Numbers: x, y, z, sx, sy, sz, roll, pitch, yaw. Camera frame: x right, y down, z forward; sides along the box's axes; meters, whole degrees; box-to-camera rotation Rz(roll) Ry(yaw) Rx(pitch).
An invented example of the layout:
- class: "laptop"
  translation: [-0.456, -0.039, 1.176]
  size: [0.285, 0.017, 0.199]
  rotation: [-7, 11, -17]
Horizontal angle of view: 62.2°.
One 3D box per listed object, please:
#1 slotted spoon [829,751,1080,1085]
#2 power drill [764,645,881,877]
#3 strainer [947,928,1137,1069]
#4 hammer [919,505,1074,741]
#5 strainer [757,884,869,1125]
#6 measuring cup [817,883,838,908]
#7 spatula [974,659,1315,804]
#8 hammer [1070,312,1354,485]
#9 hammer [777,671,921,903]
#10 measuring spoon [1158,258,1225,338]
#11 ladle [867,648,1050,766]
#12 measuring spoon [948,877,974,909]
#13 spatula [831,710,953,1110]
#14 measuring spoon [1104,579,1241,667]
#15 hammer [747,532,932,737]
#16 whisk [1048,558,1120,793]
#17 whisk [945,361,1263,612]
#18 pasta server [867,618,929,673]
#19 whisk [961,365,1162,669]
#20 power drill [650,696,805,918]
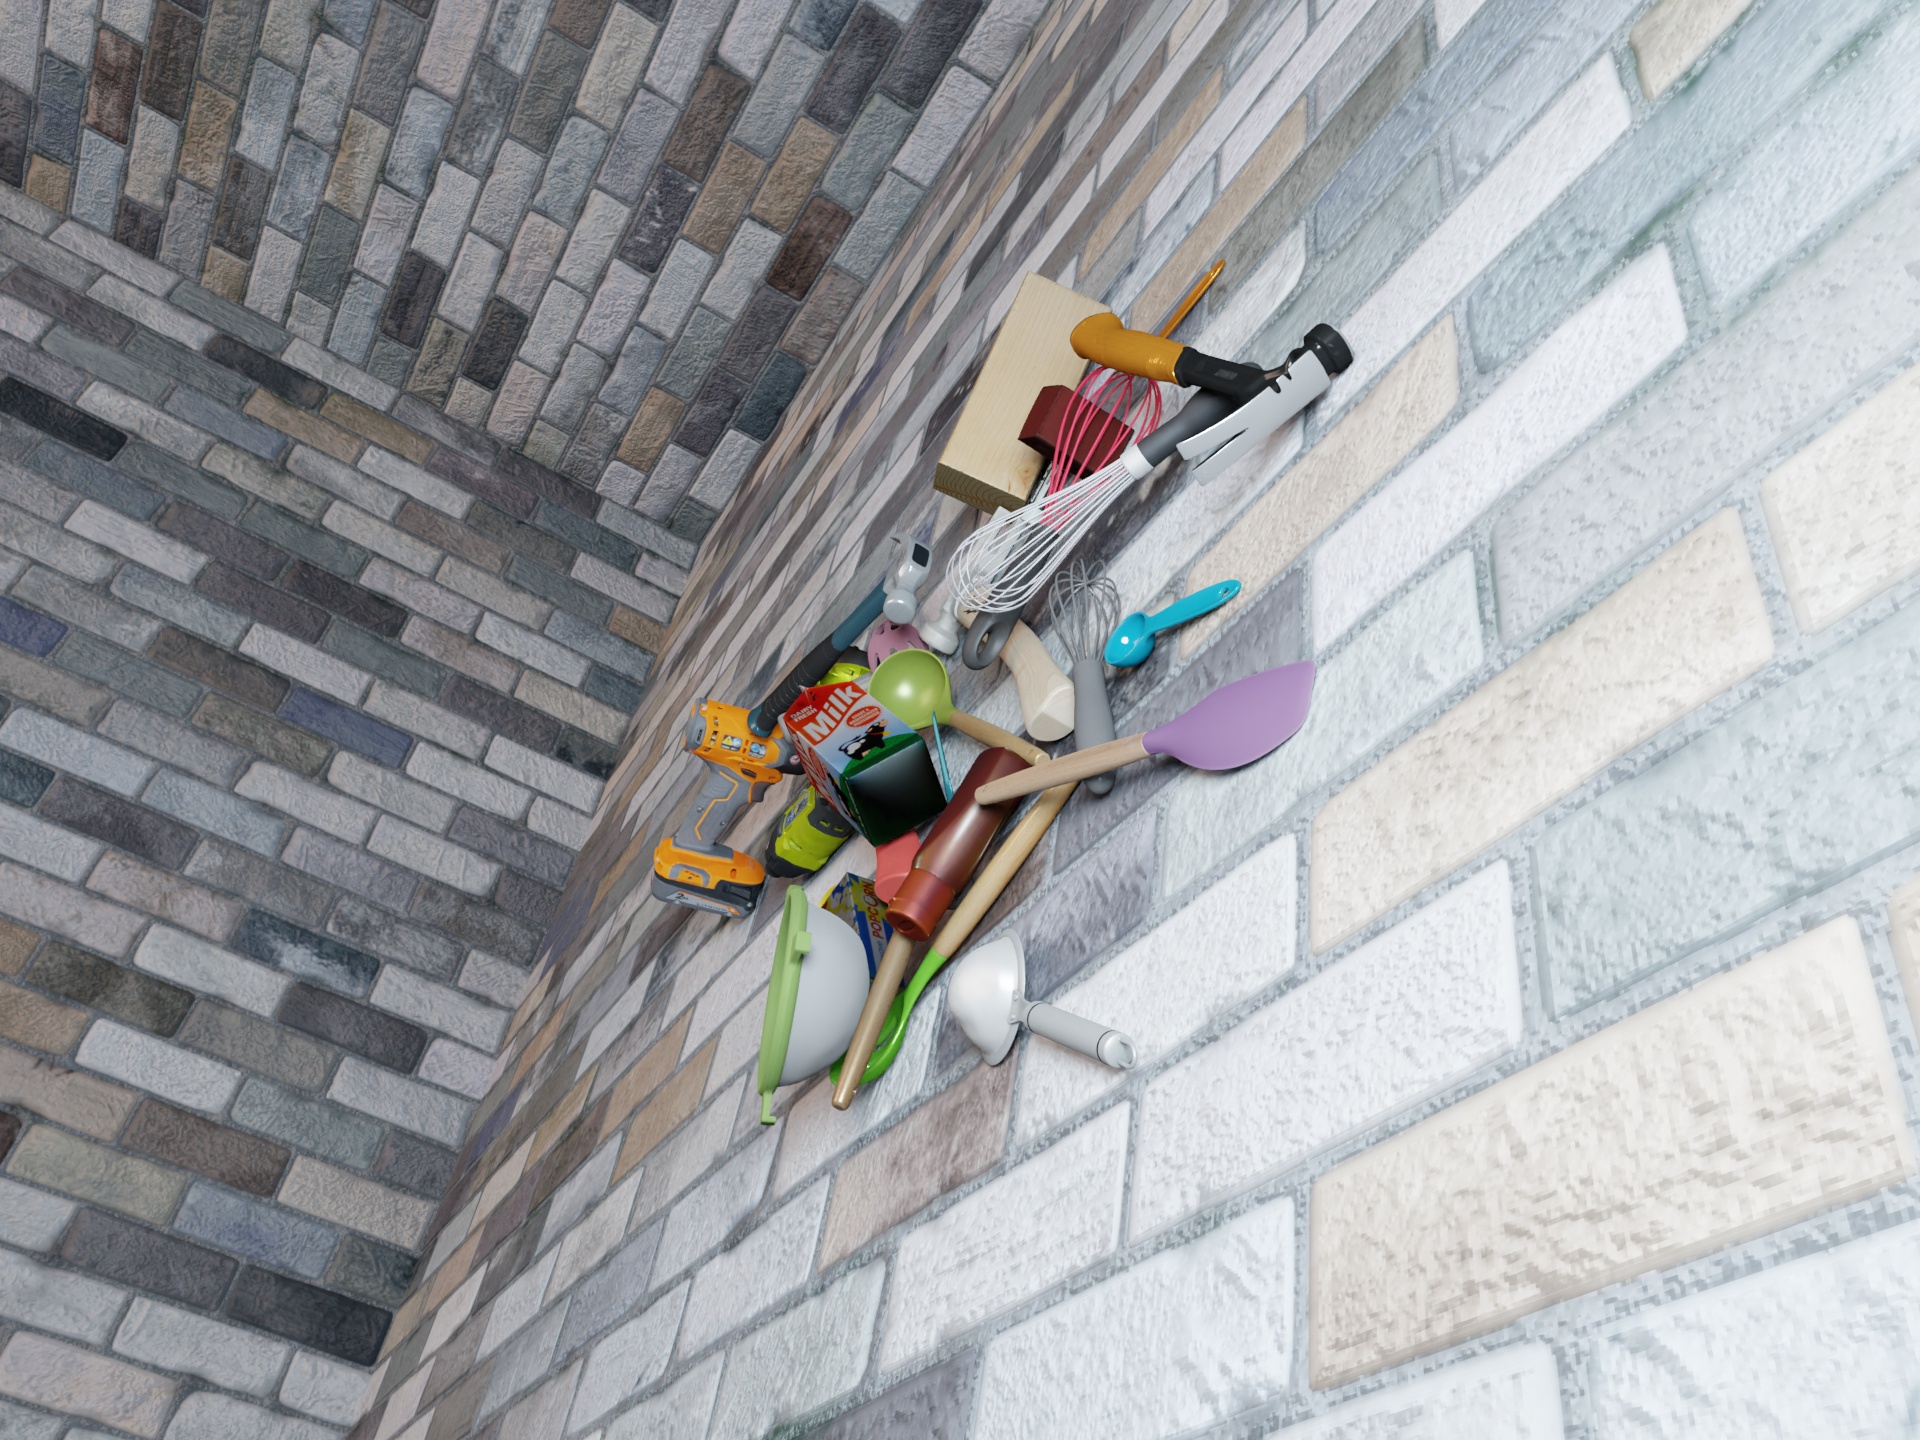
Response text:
- class: "slotted spoon"
  translation: [0.001, 0.146, 1.132]
  size: [0.313, 0.031, 0.070]
  rotation: [-55, 16, 18]
- class: "power drill"
  translation: [-0.140, 0.046, 1.621]
  size: [0.171, 0.080, 0.223]
  rotation: [-45, 27, 44]
- class: "strainer"
  translation: [0.042, 0.174, 0.947]
  size: [0.258, 0.050, 0.087]
  rotation: [180, 101, -68]
- class: "hammer"
  translation: [0.045, -0.077, 1.327]
  size: [0.146, 0.038, 0.411]
  rotation: [-58, 18, 10]
- class: "strainer"
  translation: [-0.107, 0.186, 1.207]
  size: [0.256, 0.069, 0.151]
  rotation: [-102, 23, -73]
- class: "measuring cup"
  translation: [-0.083, 0.183, 1.344]
  size: [0.157, 0.029, 0.062]
  rotation: [23, 88, 62]
- class: "spatula"
  translation: [0.101, 0.021, 0.981]
  size: [0.316, 0.018, 0.060]
  rotation: [-20, 47, 54]
- class: "hammer"
  translation: [0.147, -0.251, 1.144]
  size: [0.127, 0.034, 0.337]
  rotation: [-40, 26, -1]
- class: "hammer"
  translation: [-0.067, 0.052, 1.401]
  size: [0.149, 0.036, 0.359]
  rotation: [-23, 29, -3]
- class: "measuring spoon"
  translation: [0.189, -0.342, 1.353]
  size: [0.117, 0.011, 0.021]
  rotation: [-50, 21, 26]
- class: "ladle"
  translation: [-0.002, -0.004, 1.298]
  size: [0.078, 0.062, 0.320]
  rotation: [-51, 21, -5]
- class: "measuring spoon"
  translation: [0.003, 0.106, 1.216]
  size: [0.034, 0.018, 0.124]
  rotation: [-53, 12, 25]
- class: "spatula"
  translation: [-0.043, 0.138, 1.162]
  size: [0.082, 0.044, 0.318]
  rotation: [80, -154, -50]
- class: "measuring spoon"
  translation: [0.145, -0.063, 1.053]
  size: [0.128, 0.021, 0.042]
  rotation: [-25, 38, 50]
- class: "hammer"
  translation: [-0.125, -0.072, 1.559]
  size: [0.331, 0.033, 0.128]
  rotation: [-41, 26, 44]
- class: "whisk"
  translation: [0.092, -0.035, 1.113]
  size: [0.055, 0.055, 0.239]
  rotation: [-51, 25, 34]
- class: "whisk"
  translation: [0.104, -0.172, 1.171]
  size: [0.284, 0.070, 0.070]
  rotation: [-36, 26, 21]
- class: "pasta server"
  translation: [-0.064, -0.104, 1.650]
  size: [0.060, 0.040, 0.316]
  rotation: [-19, 13, 5]
- class: "whisk"
  translation: [0.079, -0.167, 1.270]
  size: [0.296, 0.073, 0.073]
  rotation: [-60, 16, -11]
- class: "power drill"
  translation: [-0.241, 0.098, 1.745]
  size: [0.084, 0.164, 0.226]
  rotation: [-112, 39, -69]
